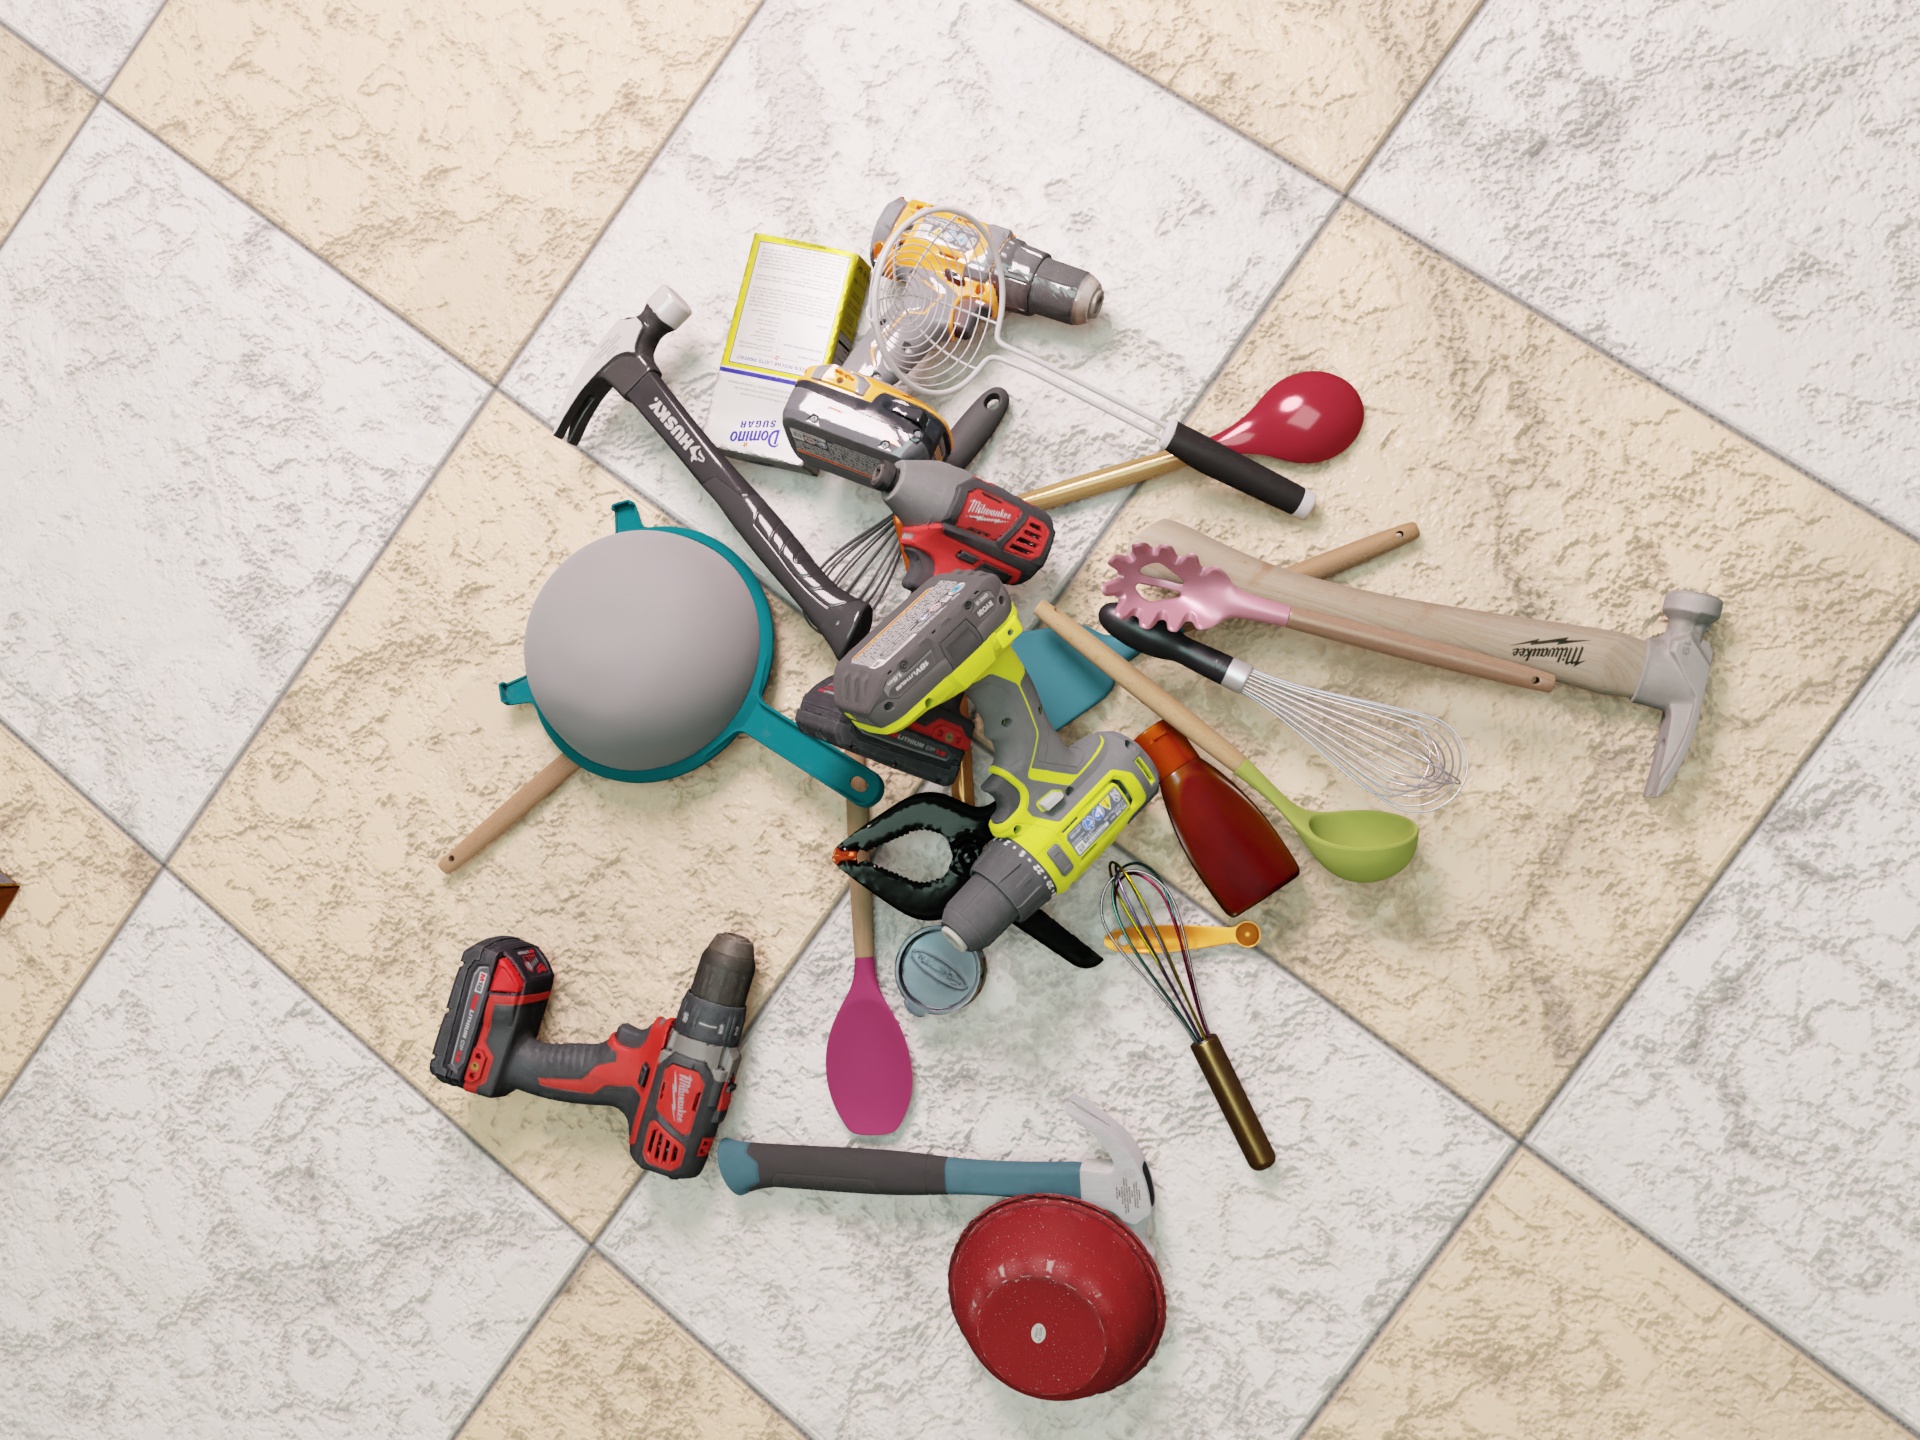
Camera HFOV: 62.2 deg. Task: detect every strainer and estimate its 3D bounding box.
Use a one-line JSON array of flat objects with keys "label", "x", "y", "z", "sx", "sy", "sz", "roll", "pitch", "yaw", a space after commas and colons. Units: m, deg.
[{"label": "strainer", "x": -0.207, "y": -0.032, "z": 1.209, "sx": 0.340, "sy": 0.095, "sz": 0.211, "roll": 31, "pitch": 87, "yaw": 20}]

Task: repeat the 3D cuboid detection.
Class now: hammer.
[{"label": "hammer", "x": -0.022, "y": 0.338, "z": 1.179, "sx": 0.331, "sy": 0.033, "sz": 0.128, "roll": -1, "pitch": 99, "yaw": 14}, {"label": "hammer", "x": 0.316, "y": -0.061, "z": 1.133, "sx": 0.410, "sy": 0.038, "sz": 0.146, "roll": 14, "pitch": 89, "yaw": 8}, {"label": "hammer", "x": -0.182, "y": -0.174, "z": 1.224, "sx": 0.146, "sy": 0.035, "sz": 0.335, "roll": -43, "pitch": 74, "yaw": 10}]

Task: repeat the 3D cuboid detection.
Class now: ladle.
[{"label": "ladle", "x": 0.149, "y": -0.195, "z": 1.206, "sx": 0.315, "sy": 0.031, "sz": 0.069, "roll": -16, "pitch": 85, "yaw": 12}, {"label": "ladle", "x": 0.187, "y": 0.007, "z": 1.140, "sx": 0.320, "sy": 0.078, "sz": 0.062, "roll": 39, "pitch": 117, "yaw": 7}]

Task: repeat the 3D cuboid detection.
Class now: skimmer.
[{"label": "skimmer", "x": 0.102, "y": -0.235, "z": 1.124, "sx": 0.363, "sy": 0.090, "sz": 0.127, "roll": 25, "pitch": 83, "yaw": -9}]

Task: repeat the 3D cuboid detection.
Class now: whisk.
[{"label": "whisk", "x": 0.166, "y": 0.211, "z": 1.153, "sx": 0.047, "sy": 0.051, "sz": 0.245, "roll": -30, "pitch": 85, "yaw": 49}, {"label": "whisk", "x": 0.228, "y": -0.019, "z": 1.137, "sx": 0.284, "sy": 0.070, "sz": 0.070, "roll": 27, "pitch": 91, "yaw": 9}, {"label": "whisk", "x": -0.041, "y": -0.165, "z": 1.235, "sx": 0.055, "sy": 0.055, "sz": 0.239, "roll": 38, "pitch": 89, "yaw": 13}]

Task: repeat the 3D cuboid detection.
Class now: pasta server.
[{"label": "pasta server", "x": 0.255, "y": -0.064, "z": 1.105, "sx": 0.316, "sy": 0.040, "sz": 0.060, "roll": 15, "pitch": 103, "yaw": 7}]

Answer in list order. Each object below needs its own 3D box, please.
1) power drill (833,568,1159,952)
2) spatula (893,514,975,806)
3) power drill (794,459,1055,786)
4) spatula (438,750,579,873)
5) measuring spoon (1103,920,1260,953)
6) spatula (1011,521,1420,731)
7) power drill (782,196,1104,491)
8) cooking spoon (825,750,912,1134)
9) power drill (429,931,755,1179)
[{"label": "power drill", "x": 0.016, "y": 0.030, "z": 1.096, "sx": 0.190, "sy": 0.080, "sz": 0.228, "roll": -44, "pitch": 115, "yaw": -17}, {"label": "spatula", "x": -0.002, "y": -0.004, "z": 1.211, "sx": 0.081, "sy": 0.041, "sz": 0.323, "roll": -3, "pitch": 85, "yaw": -4}, {"label": "power drill", "x": -0.029, "y": -0.076, "z": 1.144, "sx": 0.143, "sy": 0.079, "sz": 0.220, "roll": 23, "pitch": 86, "yaw": -28}, {"label": "spatula", "x": -0.302, "y": 0.019, "z": 1.284, "sx": 0.316, "sy": 0.018, "sz": 0.060, "roll": -41, "pitch": 75, "yaw": 4}, {"label": "measuring spoon", "x": 0.164, "y": 0.160, "z": 1.177, "sx": 0.117, "sy": 0.011, "sz": 0.021, "roll": -5, "pitch": 88, "yaw": 15}, {"label": "spatula", "x": 0.188, "y": -0.081, "z": 1.177, "sx": 0.317, "sy": 0.044, "sz": 0.082, "roll": -22, "pitch": 85, "yaw": 8}, {"label": "power drill", "x": -0.012, "y": -0.280, "z": 1.204, "sx": 0.185, "sy": 0.084, "sz": 0.226, "roll": 22, "pitch": 73, "yaw": 14}, {"label": "cooking spoon", "x": -0.075, "y": 0.156, "z": 1.223, "sx": 0.069, "sy": 0.017, "sz": 0.319, "roll": -5, "pitch": 84, "yaw": 14}, {"label": "power drill", "x": -0.274, "y": 0.232, "z": 1.230, "sx": 0.227, "sy": 0.080, "sz": 0.188, "roll": 17, "pitch": 88, "yaw": 10}]
